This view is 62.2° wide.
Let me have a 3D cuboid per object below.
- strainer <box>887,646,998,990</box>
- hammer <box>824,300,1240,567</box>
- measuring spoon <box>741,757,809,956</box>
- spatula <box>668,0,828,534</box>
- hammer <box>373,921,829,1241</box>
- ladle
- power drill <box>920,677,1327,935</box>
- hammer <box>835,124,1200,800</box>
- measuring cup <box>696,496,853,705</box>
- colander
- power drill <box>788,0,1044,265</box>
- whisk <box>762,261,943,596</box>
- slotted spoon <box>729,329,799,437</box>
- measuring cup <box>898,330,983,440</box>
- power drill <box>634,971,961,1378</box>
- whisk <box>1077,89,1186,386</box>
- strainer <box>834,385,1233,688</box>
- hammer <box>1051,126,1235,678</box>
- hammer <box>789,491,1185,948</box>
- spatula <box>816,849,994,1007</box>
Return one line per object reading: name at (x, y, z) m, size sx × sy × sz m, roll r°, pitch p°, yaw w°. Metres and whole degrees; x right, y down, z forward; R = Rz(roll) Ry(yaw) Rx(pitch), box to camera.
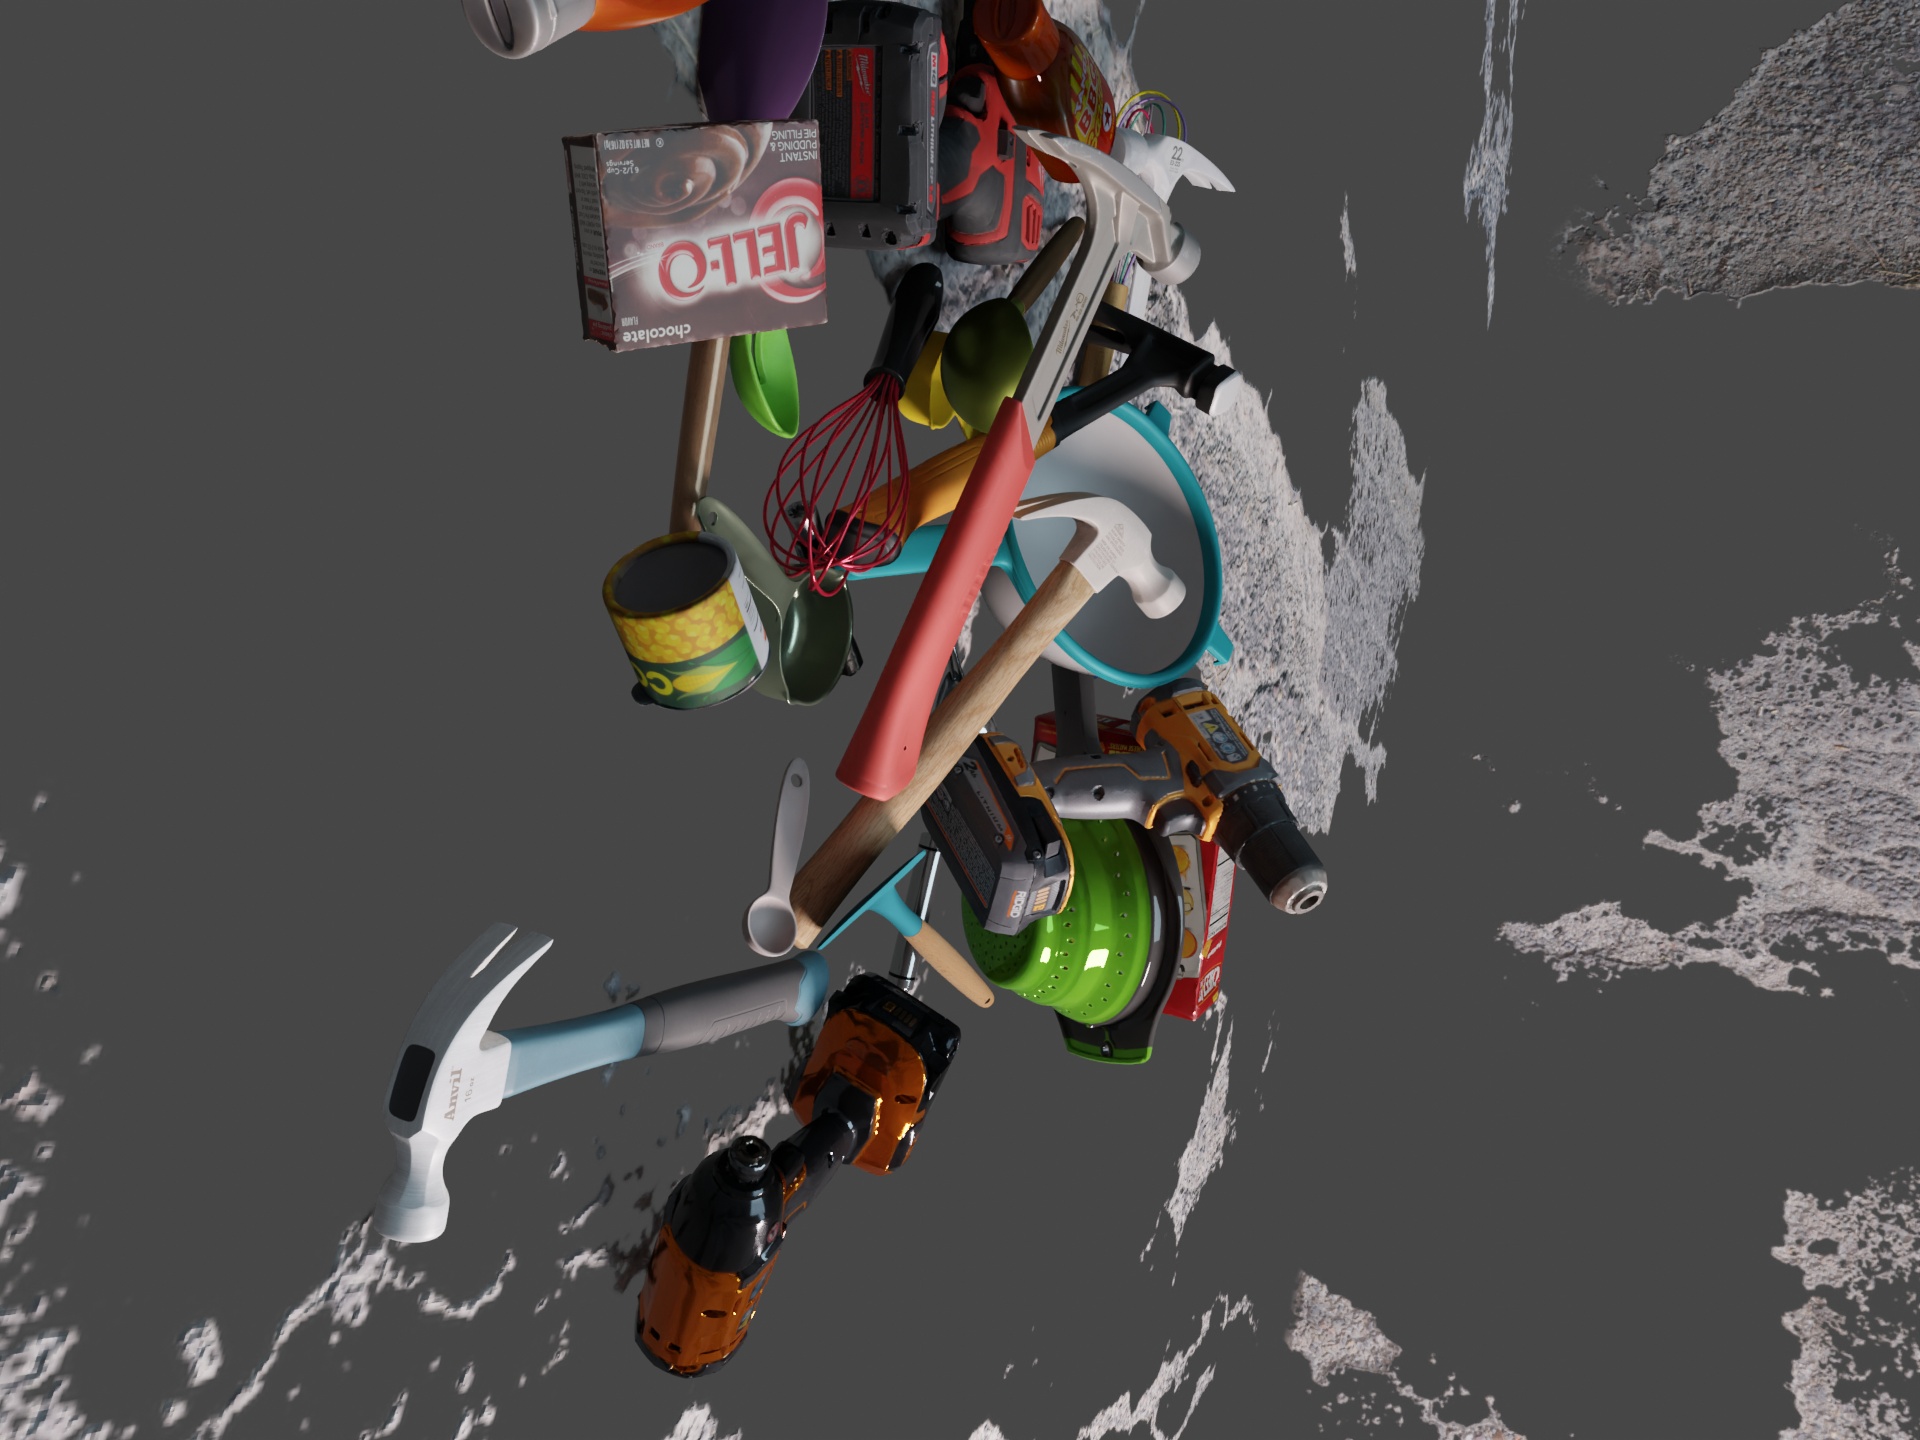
strainer at (-0.014, 0.075, 1.083) m, size 0.087 × 0.050 × 0.258 m, roll 4°, pitch 100°, yaw -75°
hammer at (0.034, -0.176, 0.971) m, size 0.337 × 0.127 × 0.034 m, roll -36°, pitch 150°, yaw -40°
measuring spoon at (-0.104, 0.076, 0.900) m, size 0.034 × 0.018 × 0.124 m, roll 31°, pitch 51°, yaw -34°
spatula at (-0.110, -0.221, 0.753) m, size 0.018 × 0.060 × 0.316 m, roll -39°, pitch 140°, yaw -75°
hammer at (-0.161, 0.157, 0.809) m, size 0.331 × 0.033 × 0.128 m, roll 2°, pitch 99°, yaw -65°
ladle at (0.052, -0.268, 1.011) m, size 0.320 × 0.062 × 0.078 m, roll -63°, pitch 163°, yaw -53°
power drill at (0.110, 0.068, 1.023) m, size 0.226 × 0.186 × 0.084 m, roll -13°, pitch 140°, yaw -24°
hammer at (0.012, -0.126, 0.858) m, size 0.149 × 0.037 × 0.359 m, roll 15°, pitch 102°, yaw -51°
measuring cup at (-0.108, -0.068, 0.827) m, size 0.167 × 0.038 × 0.083 m, roll 53°, pitch 53°, yaw -56°
colander at (0.058, 0.054, 1.160) m, size 0.094 × 0.204 × 0.397 m, roll -1°, pitch 85°, yaw -30°
power drill at (-0.011, -0.347, 0.879) m, size 0.227 × 0.080 × 0.187 m, roll -34°, pitch 130°, yaw -61°
whisk at (-0.045, -0.169, 0.855) m, size 0.296 × 0.073 × 0.073 m, roll -75°, pitch 159°, yaw -45°
slotted spoon at (-0.094, -0.297, 0.776) m, size 0.070 × 0.031 × 0.313 m, roll -46°, pitch 140°, yaw -74°
measuring cup at (-0.009, -0.198, 1.009) m, size 0.156 × 0.029 × 0.062 m, roll 42°, pitch 66°, yaw -74°
power drill at (-0.088, 0.241, 0.896) m, size 0.226 × 0.084 × 0.164 m, roll -41°, pitch 157°, yaw -51°
whisk at (0.117, -0.351, 1.198) m, size 0.047 × 0.051 × 0.245 m, roll 8°, pitch 97°, yaw -44°
strainer at (0.031, -0.107, 1.052) m, size 0.340 × 0.095 × 0.211 m, roll -10°, pitch 83°, yaw -41°
hammer at (0.123, -0.226, 1.197) m, size 0.144 × 0.035 × 0.405 m, roll -15°, pitch 120°, yaw -48°
hammer at (-0.002, -0.003, 0.950) m, size 0.331 × 0.031 × 0.130 m, roll -50°, pitch 122°, yaw -10°
spatula at (-0.019, 0.150, 1.035) m, size 0.082 × 0.044 × 0.317 m, roll -43°, pitch 151°, yaw -4°
